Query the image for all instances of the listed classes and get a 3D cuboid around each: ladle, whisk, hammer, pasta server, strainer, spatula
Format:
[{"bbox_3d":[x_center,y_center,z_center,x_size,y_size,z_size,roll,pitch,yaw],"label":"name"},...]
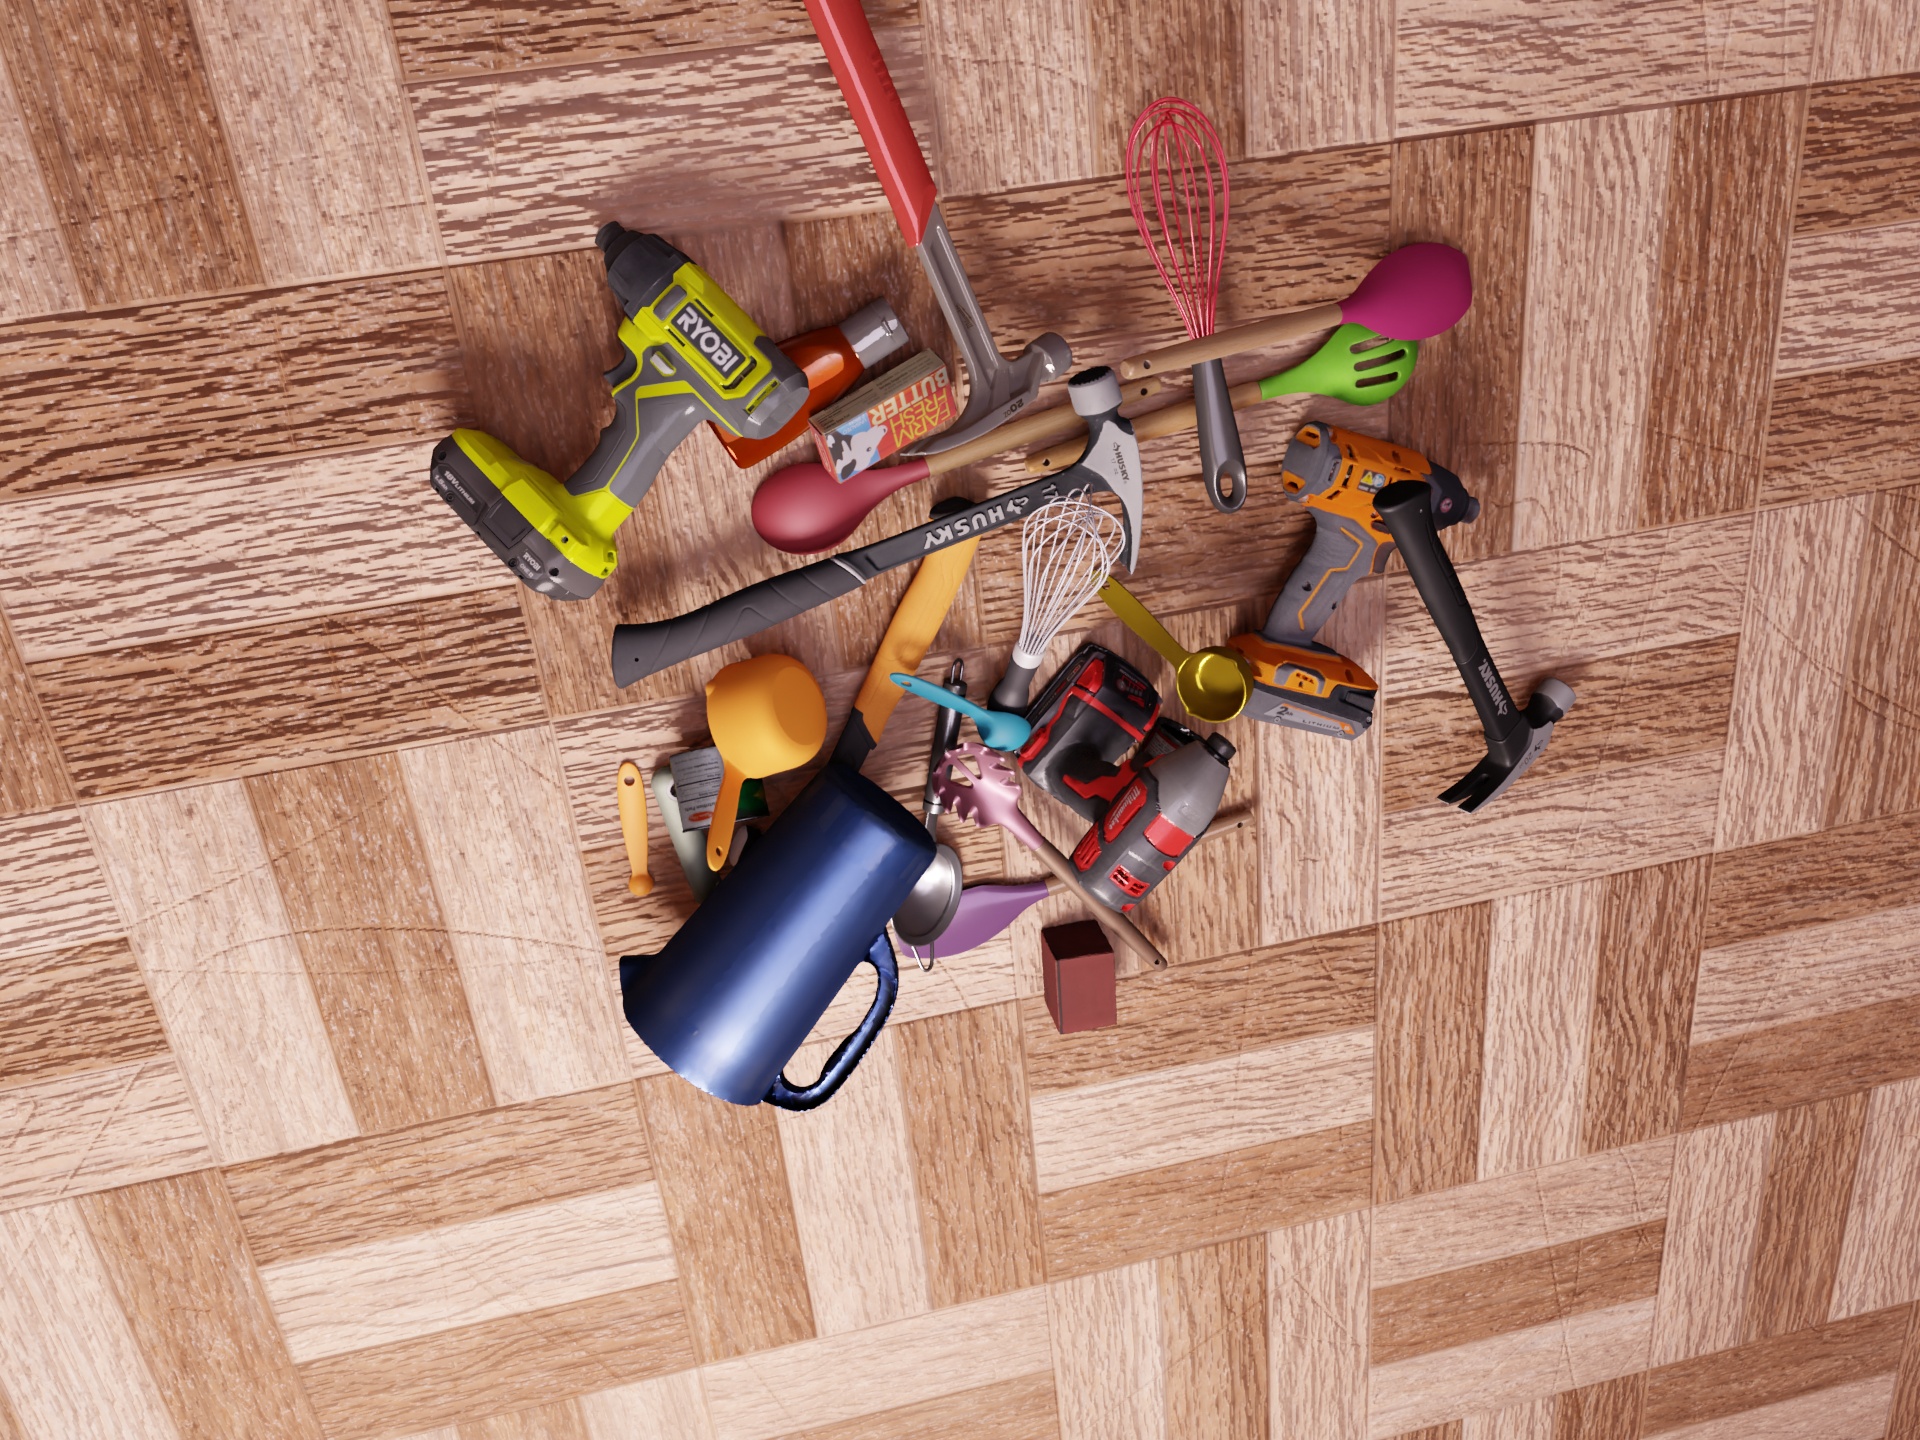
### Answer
[{"bbox_3d":[0.000,-0.192,1.155,0.315,0.031,0.069,-21,118,-5],"label":"ladle"},{"bbox_3d":[-0.195,0.144,1.254,0.058,0.059,0.246,-35,120,-38],"label":"whisk"},{"bbox_3d":[0.057,-0.069,1.142,0.070,0.070,0.284,-1,150,-13],"label":"whisk"},{"bbox_3d":[-0.046,-0.358,1.033,0.149,0.037,0.358,-37,114,-27],"label":"hammer"},{"bbox_3d":[-0.056,-0.013,1.218,0.127,0.034,0.336,20,108,-20],"label":"hammer"},{"bbox_3d":[0.080,0.118,1.285,0.060,0.040,0.316,-43,120,3],"label":"pasta server"},{"bbox_3d":[-0.059,-0.111,1.137,0.409,0.036,0.149,-22,117,-1],"label":"hammer"},{"bbox_3d":[-0.022,0.074,1.263,0.087,0.050,0.258,-9,114,-49],"label":"strainer"},{"bbox_3d":[0.097,0.134,1.330,0.316,0.018,0.059,-20,118,-3],"label":"spatula"},{"bbox_3d":[0.387,-0.062,1.237,0.146,0.035,0.334,-49,131,-10],"label":"hammer"},{"bbox_3d":[0.169,-0.285,1.122,0.073,0.073,0.295,-16,114,-6],"label":"whisk"}]

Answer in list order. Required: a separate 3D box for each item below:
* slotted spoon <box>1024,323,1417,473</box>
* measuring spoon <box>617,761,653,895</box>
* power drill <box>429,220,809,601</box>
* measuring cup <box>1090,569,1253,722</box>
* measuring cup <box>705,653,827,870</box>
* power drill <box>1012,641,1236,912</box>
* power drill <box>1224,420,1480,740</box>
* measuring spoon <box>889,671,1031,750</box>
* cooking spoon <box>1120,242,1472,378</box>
[{"bbox_3d":[0.198,-0.235,1.182,0.313,0.031,0.070,-18,112,-3],"label":"slotted spoon"},{"bbox_3d":[-0.251,0.086,1.229,0.021,0.011,0.116,-6,115,-11],"label":"measuring spoon"},{"bbox_3d":[-0.233,-0.203,1.051,0.223,0.080,0.171,-45,87,7],"label":"power drill"},{"bbox_3d":[0.161,-0.064,1.218,0.156,0.029,0.062,45,128,12],"label":"measuring cup"},{"bbox_3d":[-0.143,0.028,1.140,0.052,0.174,0.095,-16,137,30],"label":"measuring cup"},{"bbox_3d":[0.121,0.034,1.176,0.078,0.220,0.143,34,103,-25],"label":"power drill"},{"bbox_3d":[0.304,-0.104,1.237,0.164,0.084,0.226,11,107,-20],"label":"power drill"},{"bbox_3d":[-0.002,-0.004,1.199,0.128,0.021,0.042,24,149,-30],"label":"measuring spoon"},{"bbox_3d":[0.246,-0.282,1.125,0.319,0.017,0.068,-20,105,-24],"label":"cooking spoon"}]
